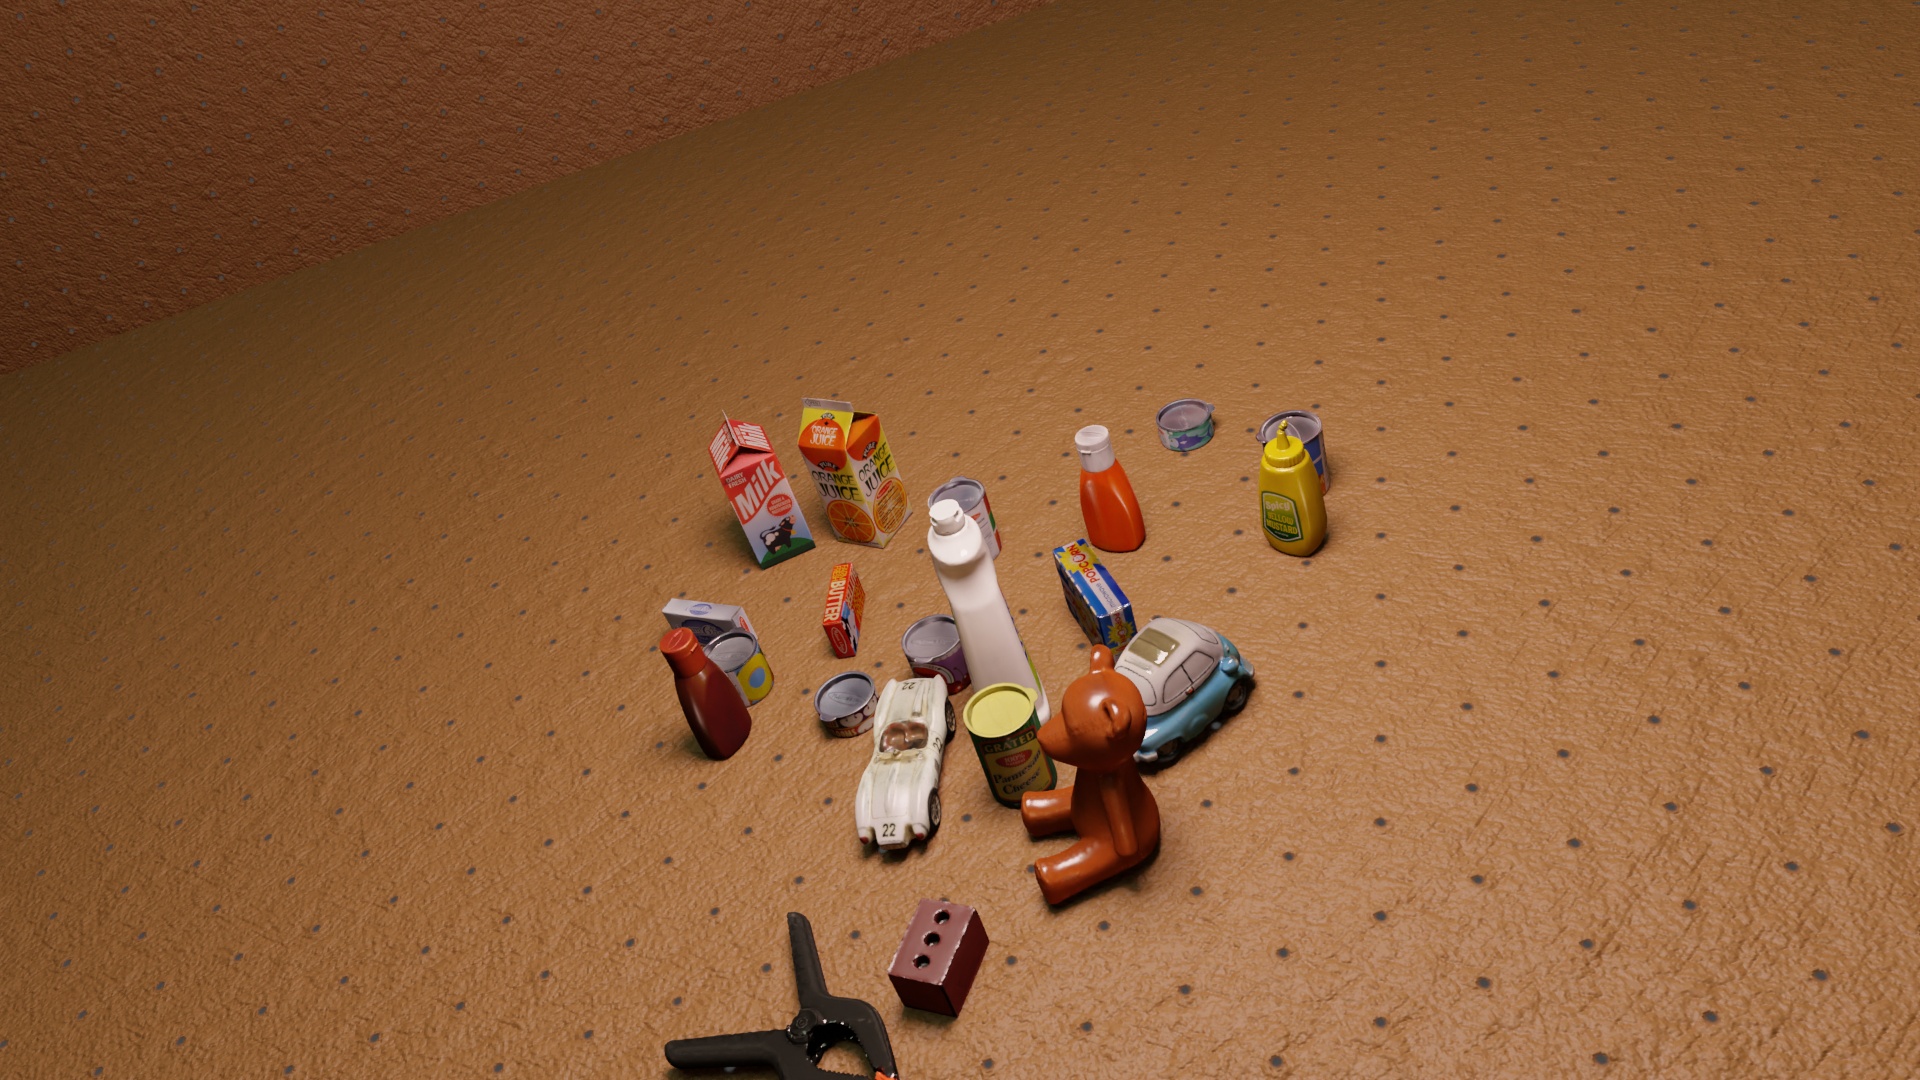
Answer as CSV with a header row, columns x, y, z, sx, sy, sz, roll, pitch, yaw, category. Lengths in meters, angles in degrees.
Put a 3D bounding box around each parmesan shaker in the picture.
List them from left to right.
x,y,z,sx,sy,sz,roll,pitch,yaw,category
0.050,0.190,1.285,0.071,0.102,0.072,-12,37,9,parmesan shaker

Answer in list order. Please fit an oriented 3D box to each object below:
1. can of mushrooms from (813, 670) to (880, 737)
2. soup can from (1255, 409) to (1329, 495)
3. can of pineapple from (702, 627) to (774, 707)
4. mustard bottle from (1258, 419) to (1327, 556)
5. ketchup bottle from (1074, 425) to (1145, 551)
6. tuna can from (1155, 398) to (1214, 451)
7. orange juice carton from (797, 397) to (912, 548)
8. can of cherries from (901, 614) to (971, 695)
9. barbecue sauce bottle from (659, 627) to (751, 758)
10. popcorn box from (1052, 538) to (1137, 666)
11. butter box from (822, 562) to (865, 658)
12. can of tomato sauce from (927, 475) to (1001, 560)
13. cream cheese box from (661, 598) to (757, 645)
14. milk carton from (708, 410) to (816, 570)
x,y,z,sx,sy,sz,roll,pitch,yaw,category
-0.117,0.171,1.439,0.071,0.033,0.071,-12,37,9,can of mushrooms
0.363,-0.090,1.518,0.071,0.083,0.072,-12,37,9,soup can
-0.242,0.139,1.513,0.071,0.057,0.071,-12,37,9,can of pineapple
0.336,-0.057,1.425,0.065,0.159,0.049,18,50,39,mustard bottle
0.157,-0.056,1.511,0.065,0.148,0.044,8,45,32,ketchup bottle
0.272,-0.139,1.663,0.071,0.032,0.071,-12,37,9,tuna can
-0.129,-0.089,1.640,0.072,0.191,0.073,9,45,32,orange juice carton
-0.023,0.121,1.441,0.071,0.058,0.072,-12,37,9,can of cherries
-0.264,0.154,1.429,0.043,0.147,0.065,2,42,27,barbecue sauce bottle
0.141,0.067,1.416,0.038,0.084,0.127,-23,37,-5,popcorn box
-0.129,0.077,1.547,0.024,0.053,0.104,-10,38,12,butter box
0.006,-0.020,1.586,0.071,0.082,0.071,-12,37,9,can of tomato sauce
-0.288,0.097,1.591,0.104,0.053,0.024,5,43,28,cream cheese box
-0.244,-0.065,1.663,0.073,0.189,0.072,-24,37,-7,milk carton
